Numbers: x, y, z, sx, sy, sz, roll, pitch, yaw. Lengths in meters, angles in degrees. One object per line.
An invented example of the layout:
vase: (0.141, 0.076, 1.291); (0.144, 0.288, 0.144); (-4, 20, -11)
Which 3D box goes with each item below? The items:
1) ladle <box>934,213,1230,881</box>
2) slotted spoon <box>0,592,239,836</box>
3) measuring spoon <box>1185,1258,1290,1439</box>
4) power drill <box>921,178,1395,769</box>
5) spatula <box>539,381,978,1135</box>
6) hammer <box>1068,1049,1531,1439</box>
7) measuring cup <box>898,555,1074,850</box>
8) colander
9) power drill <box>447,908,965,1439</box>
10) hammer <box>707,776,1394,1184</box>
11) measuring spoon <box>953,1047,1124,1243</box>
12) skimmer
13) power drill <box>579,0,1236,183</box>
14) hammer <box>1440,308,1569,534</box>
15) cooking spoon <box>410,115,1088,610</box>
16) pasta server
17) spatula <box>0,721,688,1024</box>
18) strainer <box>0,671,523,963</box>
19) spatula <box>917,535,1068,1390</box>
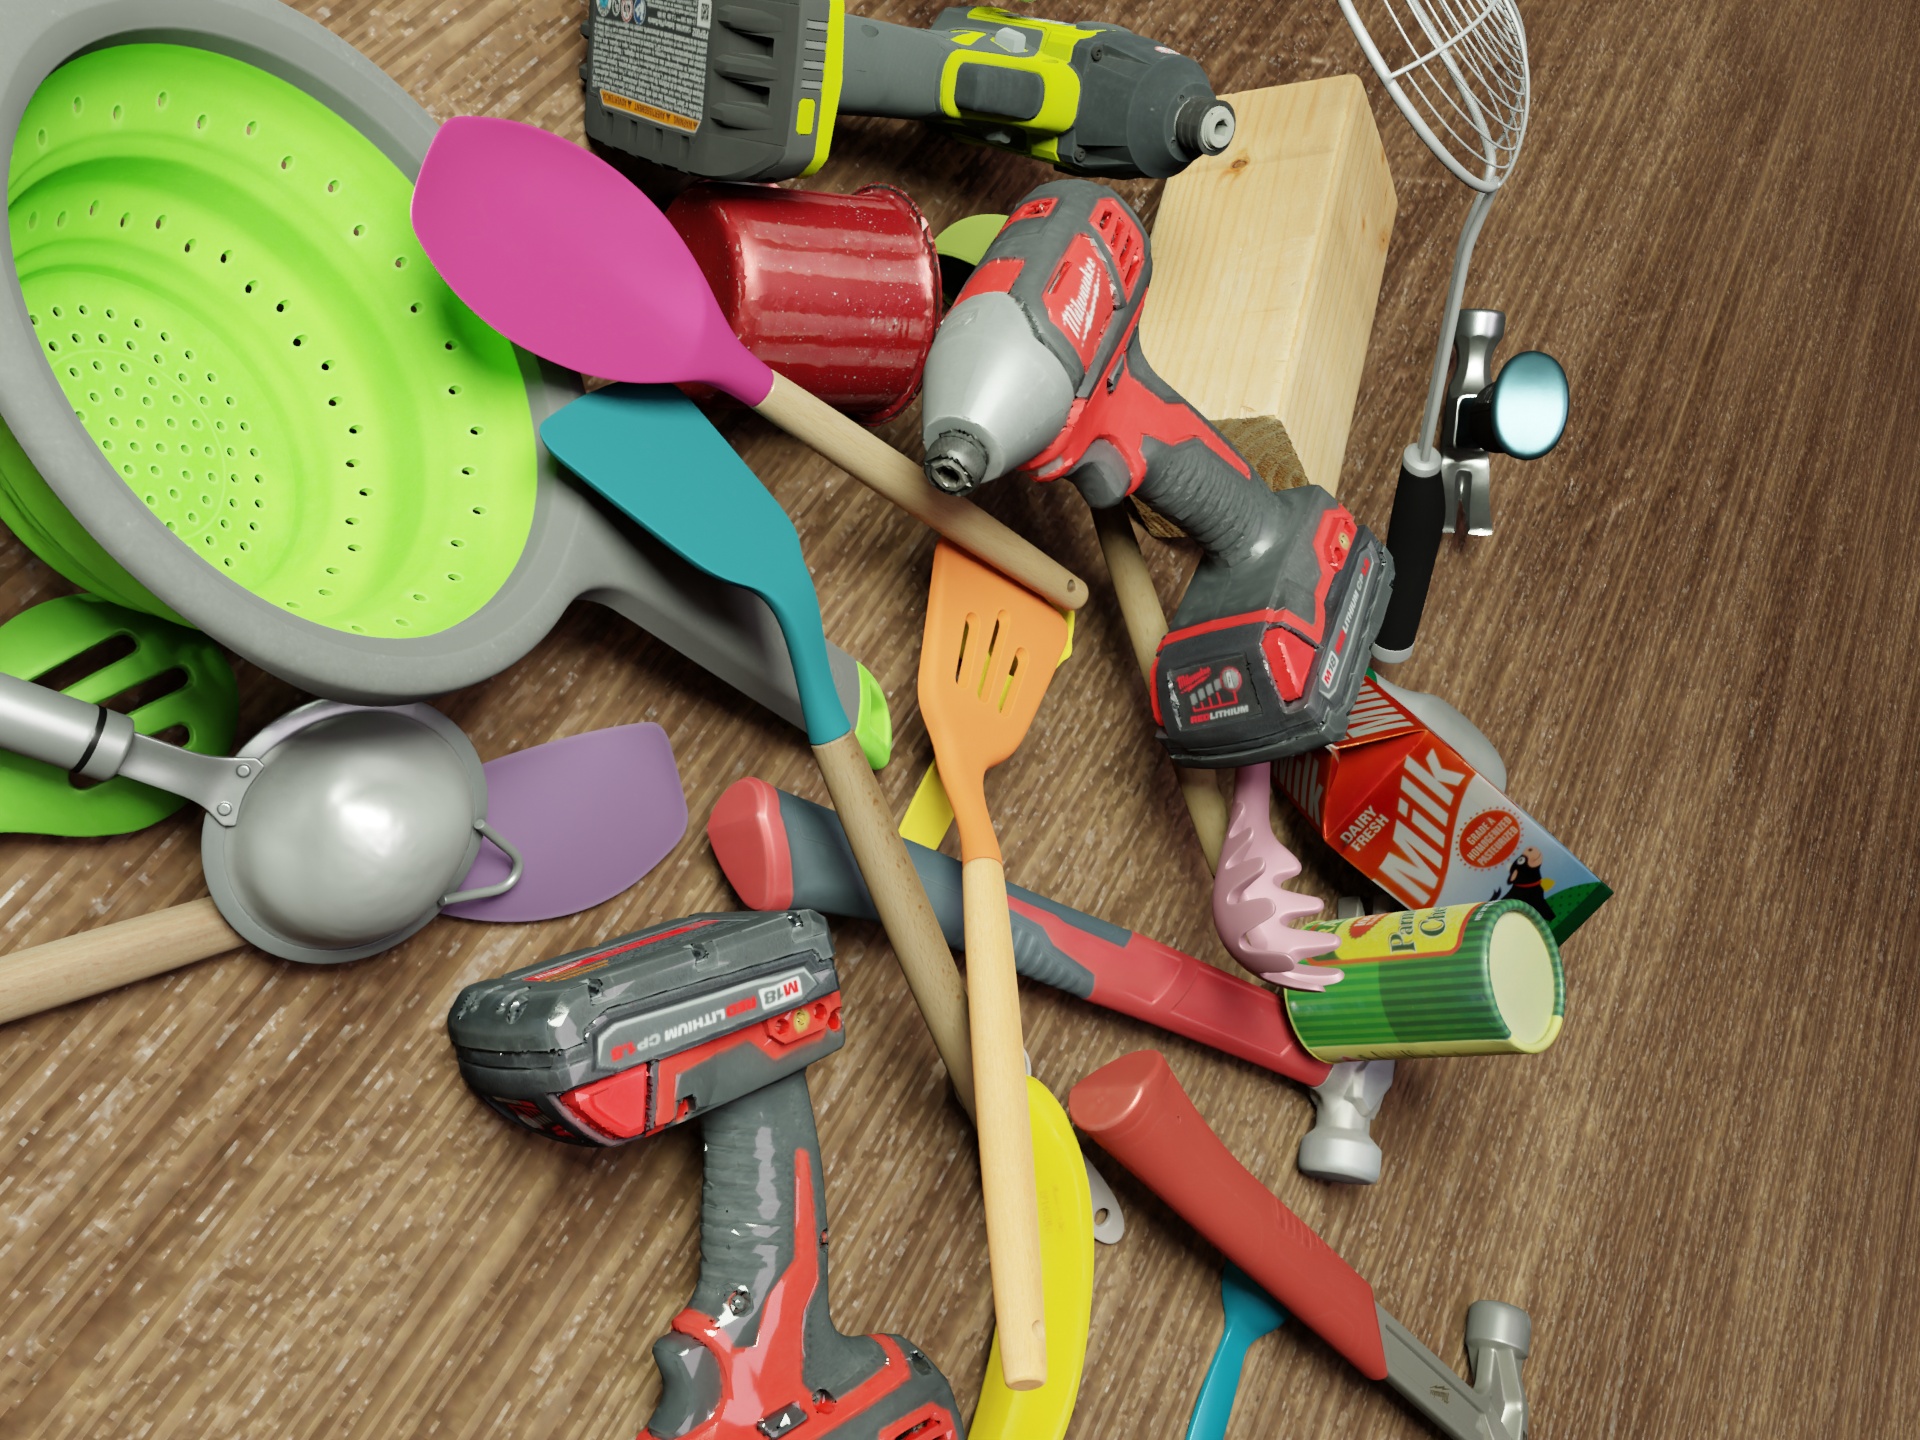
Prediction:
ladle: (0.060, -0.066, 0.692); (0.062, 0.078, 0.320); (-19, 93, -7)
slotted spoon: (-0.320, 0.055, 0.390); (0.314, 0.031, 0.070); (-38, 109, -37)
measuring spoon: (0.124, 0.292, 0.705); (0.042, 0.021, 0.129); (43, 55, -24)
power drill: (0.072, -0.086, 0.617); (0.219, 0.078, 0.143); (46, 53, -27)
spatula: (-0.044, 0.030, 0.552); (0.317, 0.044, 0.082); (68, 25, -17)
hammer: (0.161, 0.264, 0.704); (0.358, 0.037, 0.149); (45, 49, -30)
measuring cup: (-0.001, -0.002, 0.671); (0.062, 0.029, 0.156); (38, 71, -36)
colander: (-0.164, -0.061, 0.512); (0.396, 0.094, 0.205); (37, 43, -49)
power drill: (-0.098, 0.189, 0.514); (0.188, 0.080, 0.226); (-15, 93, -40)
hammer: (0.063, 0.089, 0.683); (0.386, 0.038, 0.143); (27, 64, -35)
measuring spoon: (0.033, 0.176, 0.664); (0.034, 0.018, 0.124); (-43, 116, -18)
skimmer: (0.187, -0.171, 0.717); (0.127, 0.090, 0.362); (-75, 166, -45)
power drill: (-0.017, -0.249, 0.617); (0.223, 0.171, 0.080); (-11, 121, -36)
hammer: (0.265, -0.152, 0.792); (0.331, 0.033, 0.128); (-35, 130, -74)
cooking spoon: (-0.053, -0.106, 0.569); (0.318, 0.017, 0.069); (28, 71, -42)
pasta server: (0.140, -0.012, 0.719); (0.060, 0.040, 0.316); (43, 39, -31)
spatula: (-0.215, 0.061, 0.480); (0.316, 0.018, 0.060); (-17, 96, -41)
strainer: (-0.225, 0.011, 0.432); (0.258, 0.050, 0.087); (27, 87, -37)
spatula: (0.016, 0.069, 0.568); (0.081, 0.041, 0.323); (33, 37, -36)
